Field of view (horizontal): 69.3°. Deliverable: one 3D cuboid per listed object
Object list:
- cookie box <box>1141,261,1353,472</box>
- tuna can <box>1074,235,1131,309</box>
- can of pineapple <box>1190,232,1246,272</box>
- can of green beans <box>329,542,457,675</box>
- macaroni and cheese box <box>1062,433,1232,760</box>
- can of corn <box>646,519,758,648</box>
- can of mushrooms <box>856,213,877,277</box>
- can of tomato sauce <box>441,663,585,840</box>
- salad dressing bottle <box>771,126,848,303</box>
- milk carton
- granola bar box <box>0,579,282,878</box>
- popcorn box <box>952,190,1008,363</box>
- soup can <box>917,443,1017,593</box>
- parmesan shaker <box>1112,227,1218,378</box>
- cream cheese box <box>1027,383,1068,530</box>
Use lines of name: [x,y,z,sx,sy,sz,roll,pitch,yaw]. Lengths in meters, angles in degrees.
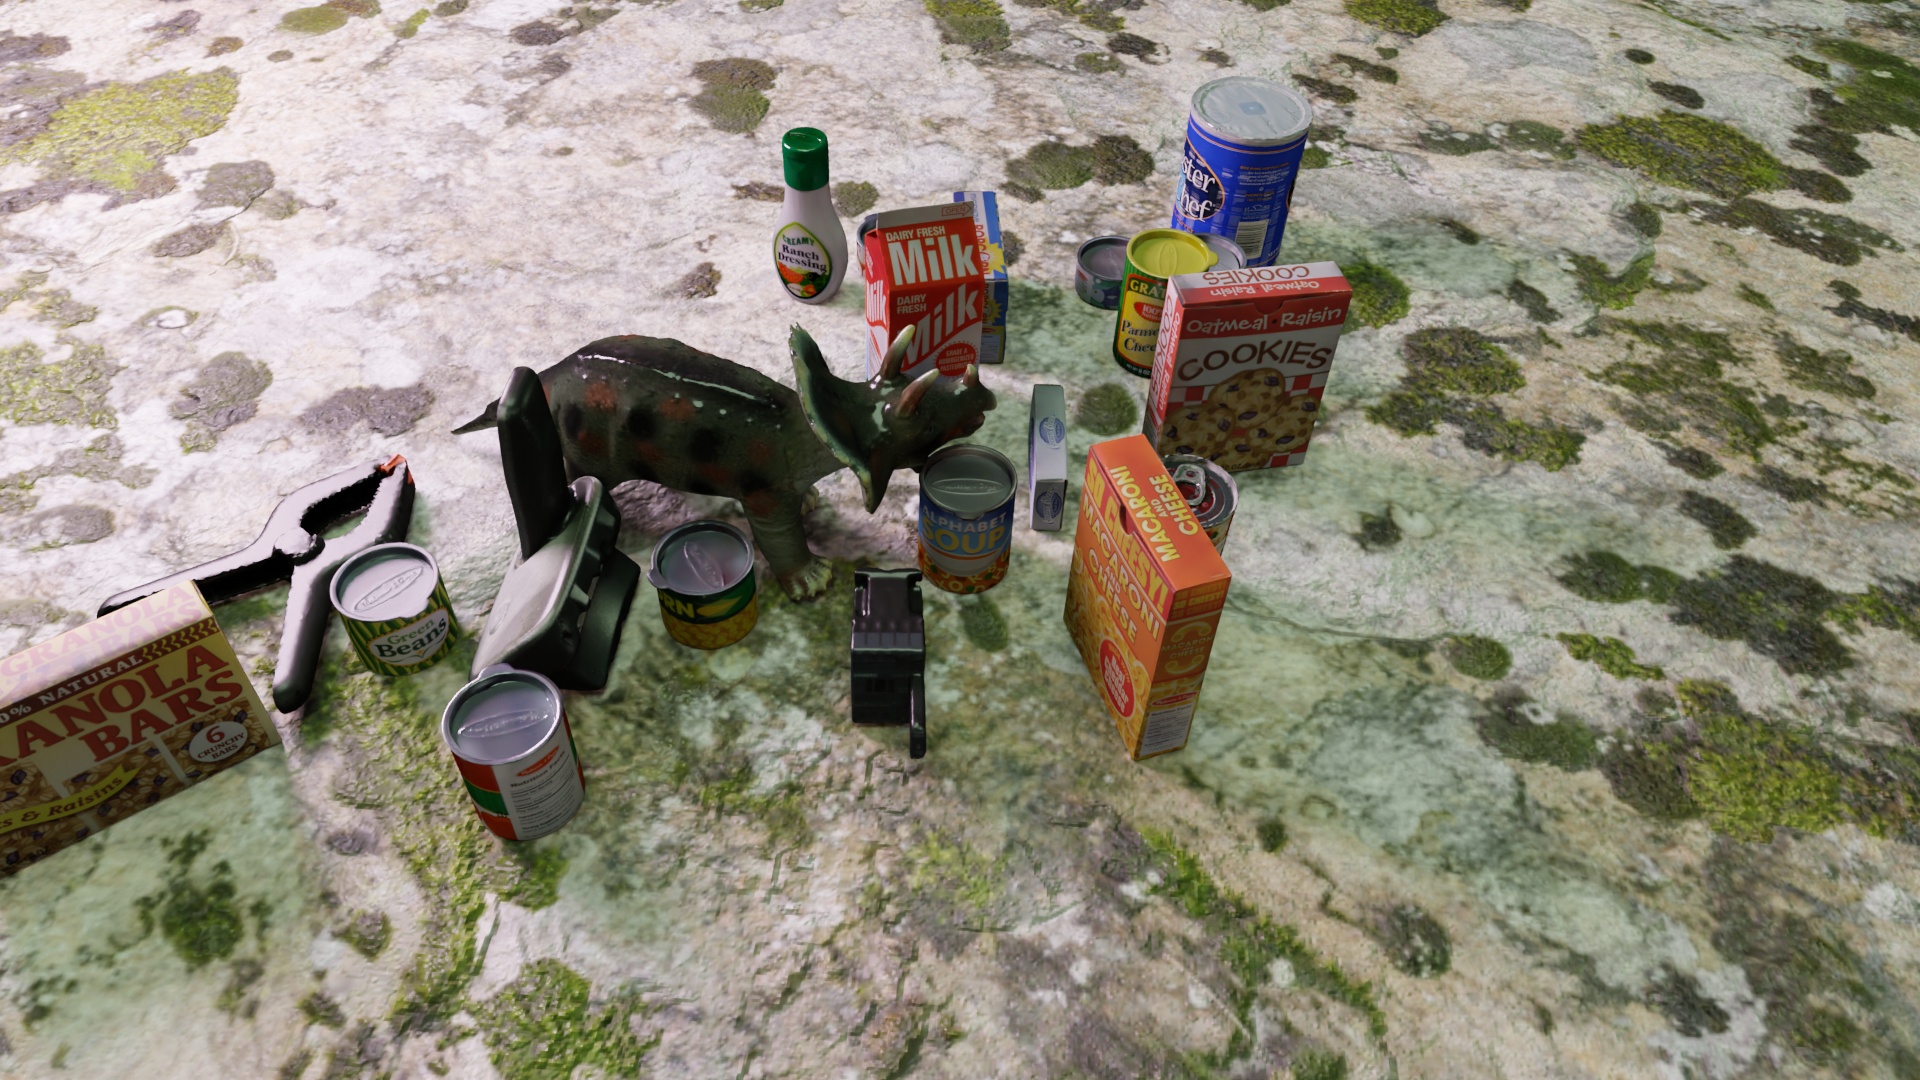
cookie box: [0.203,-0.119,1.005,0.123,0.166,0.040,-7,48,-9]
tuna can: [0.134,-0.231,1.198,0.071,0.032,0.071,1,47,-1]
can of pineapple: [0.202,-0.216,1.170,0.071,0.057,0.071,1,47,-1]
can of green beans: [-0.365,0.045,0.899,0.071,0.057,0.071,1,47,-1]
macaroni and cheese box: [0.109,0.037,0.855,0.040,0.165,0.124,-13,49,-14]
can of corn: [-0.170,0.031,0.921,0.071,0.058,0.071,1,47,-1]
can of mushrooms: [-0.059,-0.254,1.209,0.071,0.033,0.071,1,47,-1]
can of tomato sauce: [-0.260,0.125,0.812,0.071,0.082,0.071,1,47,-1]
salad dressing bottle: [-0.125,-0.265,1.139,0.064,0.146,0.044,17,49,13]
milk carton: [-0.028,-0.165,1.021,0.072,0.189,0.074,-11,49,-12]
granola bar box: [-0.494,0.107,0.789,0.166,0.123,0.039,-28,54,-26]
popcorn box: [0.015,-0.218,1.144,0.038,0.084,0.127,-1,47,-4]
soup can: [0.003,-0.012,0.952,0.071,0.083,0.072,1,47,-1]
parmesan shaker: [0.162,-0.187,1.111,0.071,0.102,0.072,1,47,-1]
cream cheese box: [0.064,-0.062,1.022,0.024,0.053,0.104,2,47,-1]
